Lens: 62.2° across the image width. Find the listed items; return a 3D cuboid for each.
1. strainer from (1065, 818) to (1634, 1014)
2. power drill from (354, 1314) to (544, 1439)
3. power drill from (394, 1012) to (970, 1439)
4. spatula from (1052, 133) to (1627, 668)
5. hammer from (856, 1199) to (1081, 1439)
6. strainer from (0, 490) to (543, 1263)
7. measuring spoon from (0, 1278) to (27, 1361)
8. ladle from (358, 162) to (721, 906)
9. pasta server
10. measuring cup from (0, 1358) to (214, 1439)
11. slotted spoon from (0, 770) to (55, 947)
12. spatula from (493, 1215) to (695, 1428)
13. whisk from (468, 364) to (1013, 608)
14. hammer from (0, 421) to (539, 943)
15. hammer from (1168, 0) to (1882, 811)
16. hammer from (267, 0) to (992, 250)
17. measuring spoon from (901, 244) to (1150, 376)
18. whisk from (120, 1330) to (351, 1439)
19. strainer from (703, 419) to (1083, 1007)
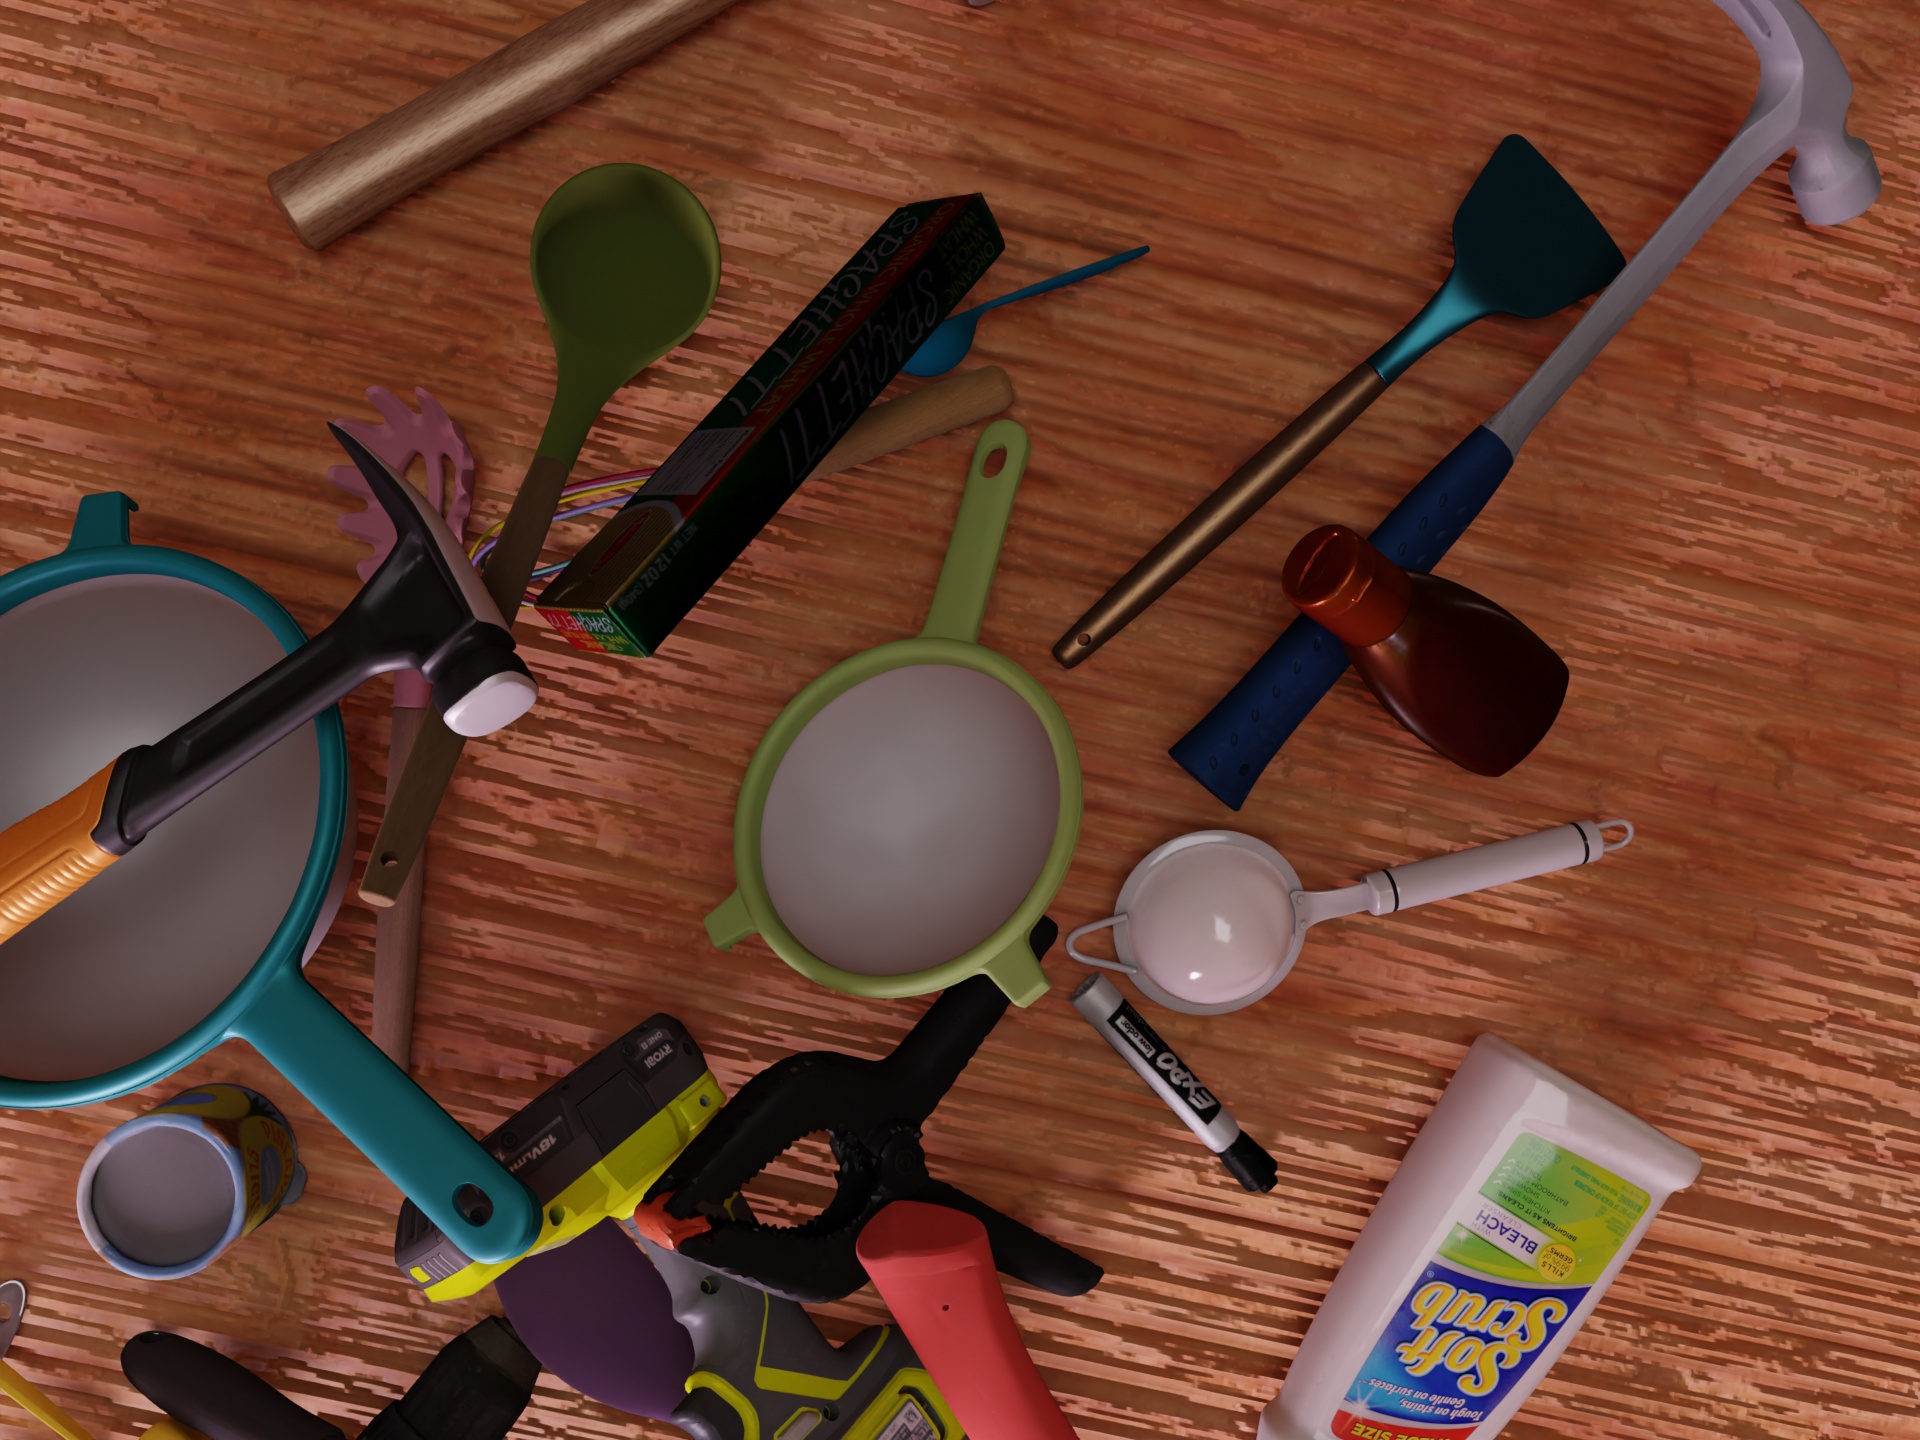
[{"bbox_3d":[0.175,0.076,0.692,0.258,0.050,0.086,-13,106,-7],"label":"strainer"},{"bbox_3d":[-0.179,0.377,0.640,0.226,0.080,0.188,39,71,-1],"label":"power drill"},{"bbox_3d":[-0.108,0.244,0.618,0.223,0.080,0.171,53,45,1],"label":"power drill"},{"bbox_3d":[0.162,-0.132,0.703,0.317,0.044,0.082,-42,93,1],"label":"spatula"},{"bbox_3d":[0.051,0.344,0.636,0.149,0.037,0.359,-29,104,4],"label":"hammer"},{"bbox_3d":[-0.270,0.082,0.608,0.340,0.095,0.211,38,84,14],"label":"strainer"},{"bbox_3d":[-0.424,0.291,0.664,0.034,0.018,0.124,28,81,-8],"label":"measuring spoon"},{"bbox_3d":[-0.165,-0.082,0.607,0.078,0.062,0.320,17,63,-7],"label":"ladle"},{"bbox_3d":[-0.236,0.022,0.666,0.060,0.040,0.316,4,90,11],"label":"pasta server"},{"bbox_3d":[-0.352,0.280,0.651,0.156,0.062,0.029,34,68,4],"label":"measuring cup"},{"bbox_3d":[-0.435,-0.039,0.659,0.070,0.031,0.314,-21,93,-5],"label":"slotted spoon"},{"bbox_3d":[-0.086,0.325,0.678,0.316,0.018,0.060,48,56,-4],"label":"spatula"},{"bbox_3d":[-0.092,-0.101,0.680,0.245,0.051,0.047,-21,113,-8],"label":"whisk"},{"bbox_3d":[-0.314,0.035,0.557,0.337,0.034,0.127,-35,69,0],"label":"hammer"},{"bbox_3d":[0.232,-0.130,0.678,0.405,0.035,0.143,-49,128,2],"label":"hammer"},{"bbox_3d":[-0.143,-0.299,0.679,0.331,0.031,0.130,-31,92,-3],"label":"hammer"},{"bbox_3d":[0.028,-0.176,0.690,0.128,0.042,0.021,-23,102,-11],"label":"measuring spoon"},{"bbox_3d":[-0.248,0.283,0.607,0.239,0.055,0.055,10,88,30],"label":"whisk"},{"bbox_3d":[-0.001,-0.002,0.674,0.151,0.069,0.256,6,69,25],"label":"strainer"}]
